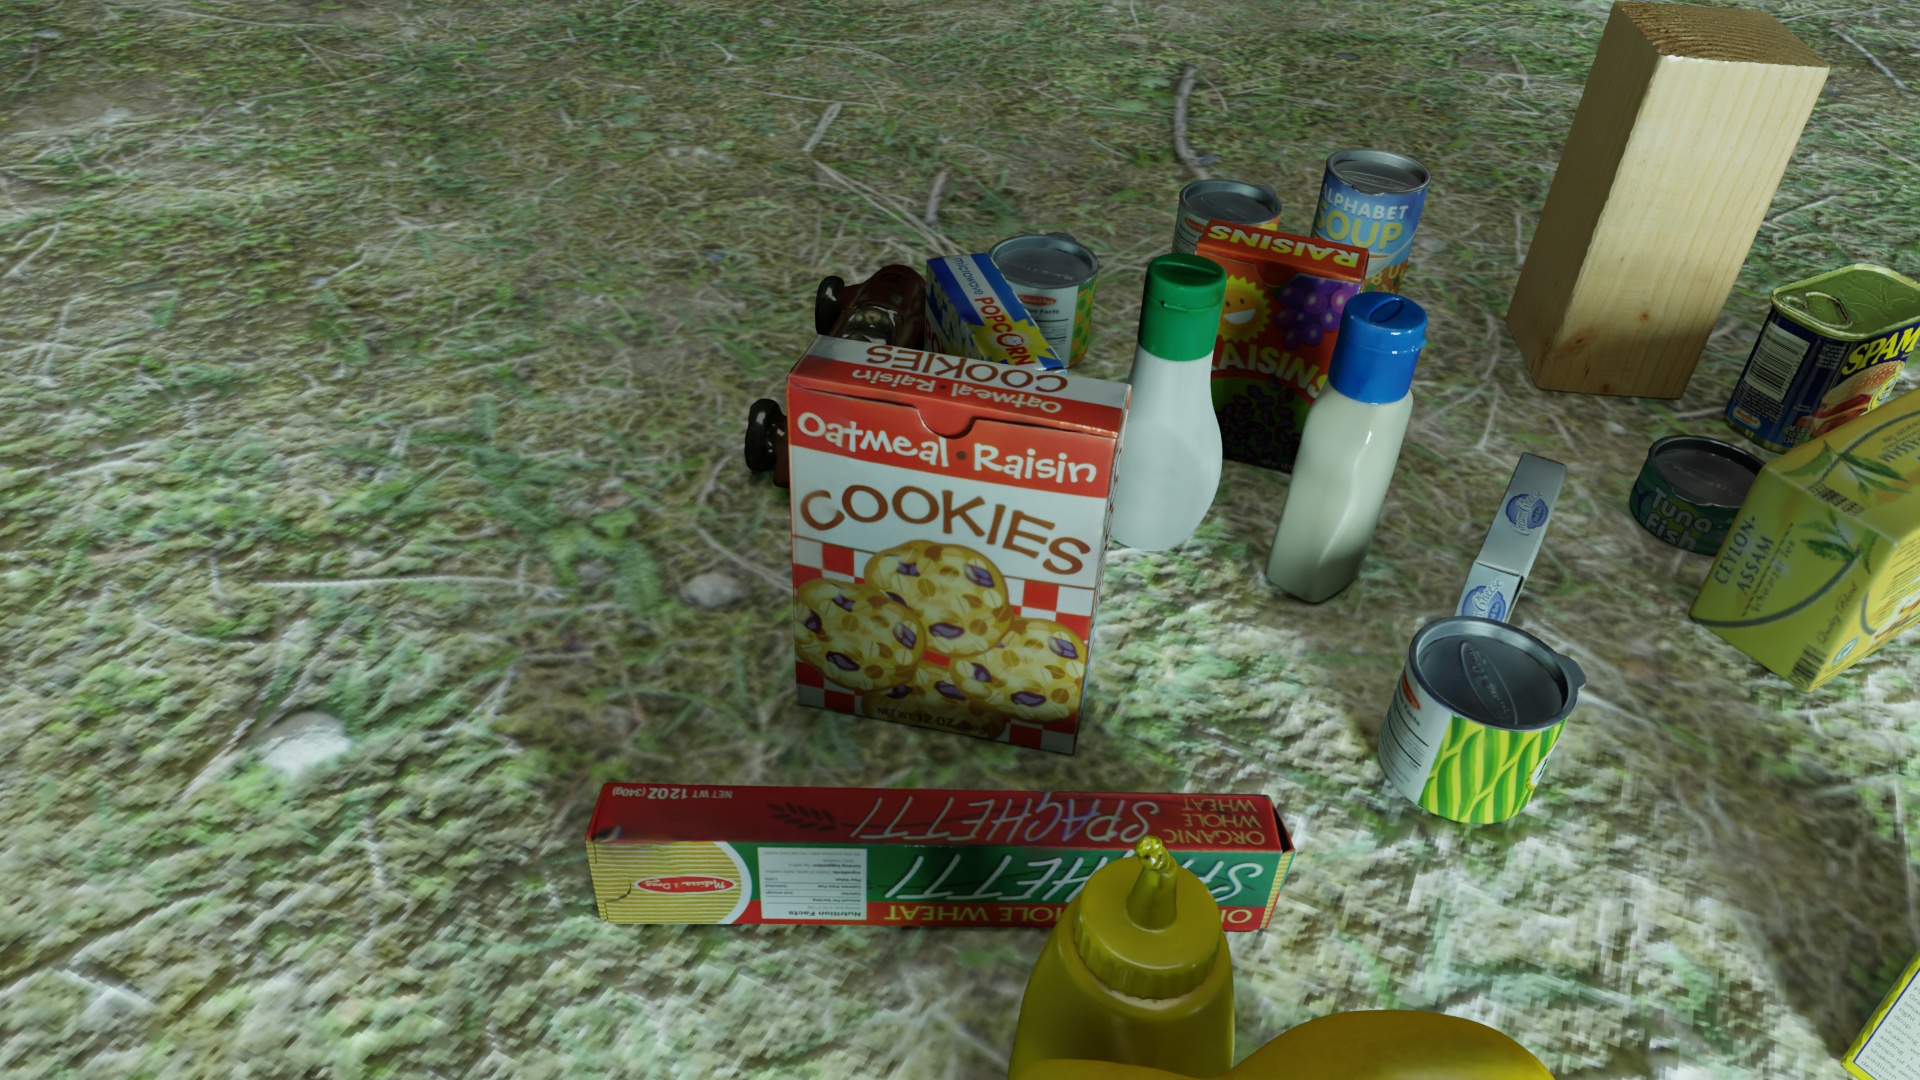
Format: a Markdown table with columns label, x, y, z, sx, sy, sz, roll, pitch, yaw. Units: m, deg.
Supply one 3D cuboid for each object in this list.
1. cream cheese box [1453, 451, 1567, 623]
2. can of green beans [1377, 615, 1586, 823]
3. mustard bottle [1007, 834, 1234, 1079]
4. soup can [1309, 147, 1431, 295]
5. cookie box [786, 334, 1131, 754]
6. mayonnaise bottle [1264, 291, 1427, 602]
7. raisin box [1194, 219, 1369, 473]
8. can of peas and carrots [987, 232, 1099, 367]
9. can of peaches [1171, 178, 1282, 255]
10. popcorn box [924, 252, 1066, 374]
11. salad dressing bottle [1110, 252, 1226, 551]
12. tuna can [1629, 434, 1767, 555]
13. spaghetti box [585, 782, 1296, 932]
| label | x | y | z | sx | sy | sz | roll | pitch | yaw |
| --- | --- | --- | --- | --- | --- | --- | --- | --- | --- |
| cream cheese box | 0.264 | 0.006 | 0.669 | 0.024 | 0.053 | 0.104 | 21 | 42 | 21 |
| can of green beans | 0.213 | 0.074 | 0.576 | 0.071 | 0.057 | 0.071 | 2 | 39 | -2 |
| mustard bottle | 0.050 | 0.138 | 0.402 | 0.049 | 0.159 | 0.065 | -26 | 47 | -32 |
| soup can | 0.262 | -0.202 | 0.905 | 0.071 | 0.083 | 0.072 | 2 | 39 | -2 |
| cookie box | -0.004 | 0.006 | 0.555 | 0.123 | 0.166 | 0.040 | 10 | 39 | 7 |
| mayonnaise bottle | 0.181 | -0.043 | 0.649 | 0.041 | 0.147 | 0.065 | 29 | 45 | 28 |
| raisin box | 0.160 | -0.101 | 0.738 | 0.086 | 0.122 | 0.040 | 15 | 40 | 14 |
| can of peas and carrots | 0.048 | -0.144 | 0.834 | 0.071 | 0.058 | 0.071 | 2 | 39 | -2 |
| can of peaches | 0.174 | -0.197 | 0.912 | 0.071 | 0.057 | 0.071 | 2 | 39 | -2 |
| popcorn box | 0.015 | -0.086 | 0.738 | 0.038 | 0.084 | 0.127 | -9 | 40 | -15 |
| salad dressing bottle | 0.099 | -0.064 | 0.668 | 0.064 | 0.146 | 0.044 | 15 | 40 | 14 |
| tuna can | 0.391 | -0.023 | 0.733 | 0.071 | 0.032 | 0.071 | 2 | 39 | -2 |
| spaghetti box | -0.007 | 0.117 | 0.510 | 0.250 | 0.049 | 0.029 | 1 | 39 | -3 |
